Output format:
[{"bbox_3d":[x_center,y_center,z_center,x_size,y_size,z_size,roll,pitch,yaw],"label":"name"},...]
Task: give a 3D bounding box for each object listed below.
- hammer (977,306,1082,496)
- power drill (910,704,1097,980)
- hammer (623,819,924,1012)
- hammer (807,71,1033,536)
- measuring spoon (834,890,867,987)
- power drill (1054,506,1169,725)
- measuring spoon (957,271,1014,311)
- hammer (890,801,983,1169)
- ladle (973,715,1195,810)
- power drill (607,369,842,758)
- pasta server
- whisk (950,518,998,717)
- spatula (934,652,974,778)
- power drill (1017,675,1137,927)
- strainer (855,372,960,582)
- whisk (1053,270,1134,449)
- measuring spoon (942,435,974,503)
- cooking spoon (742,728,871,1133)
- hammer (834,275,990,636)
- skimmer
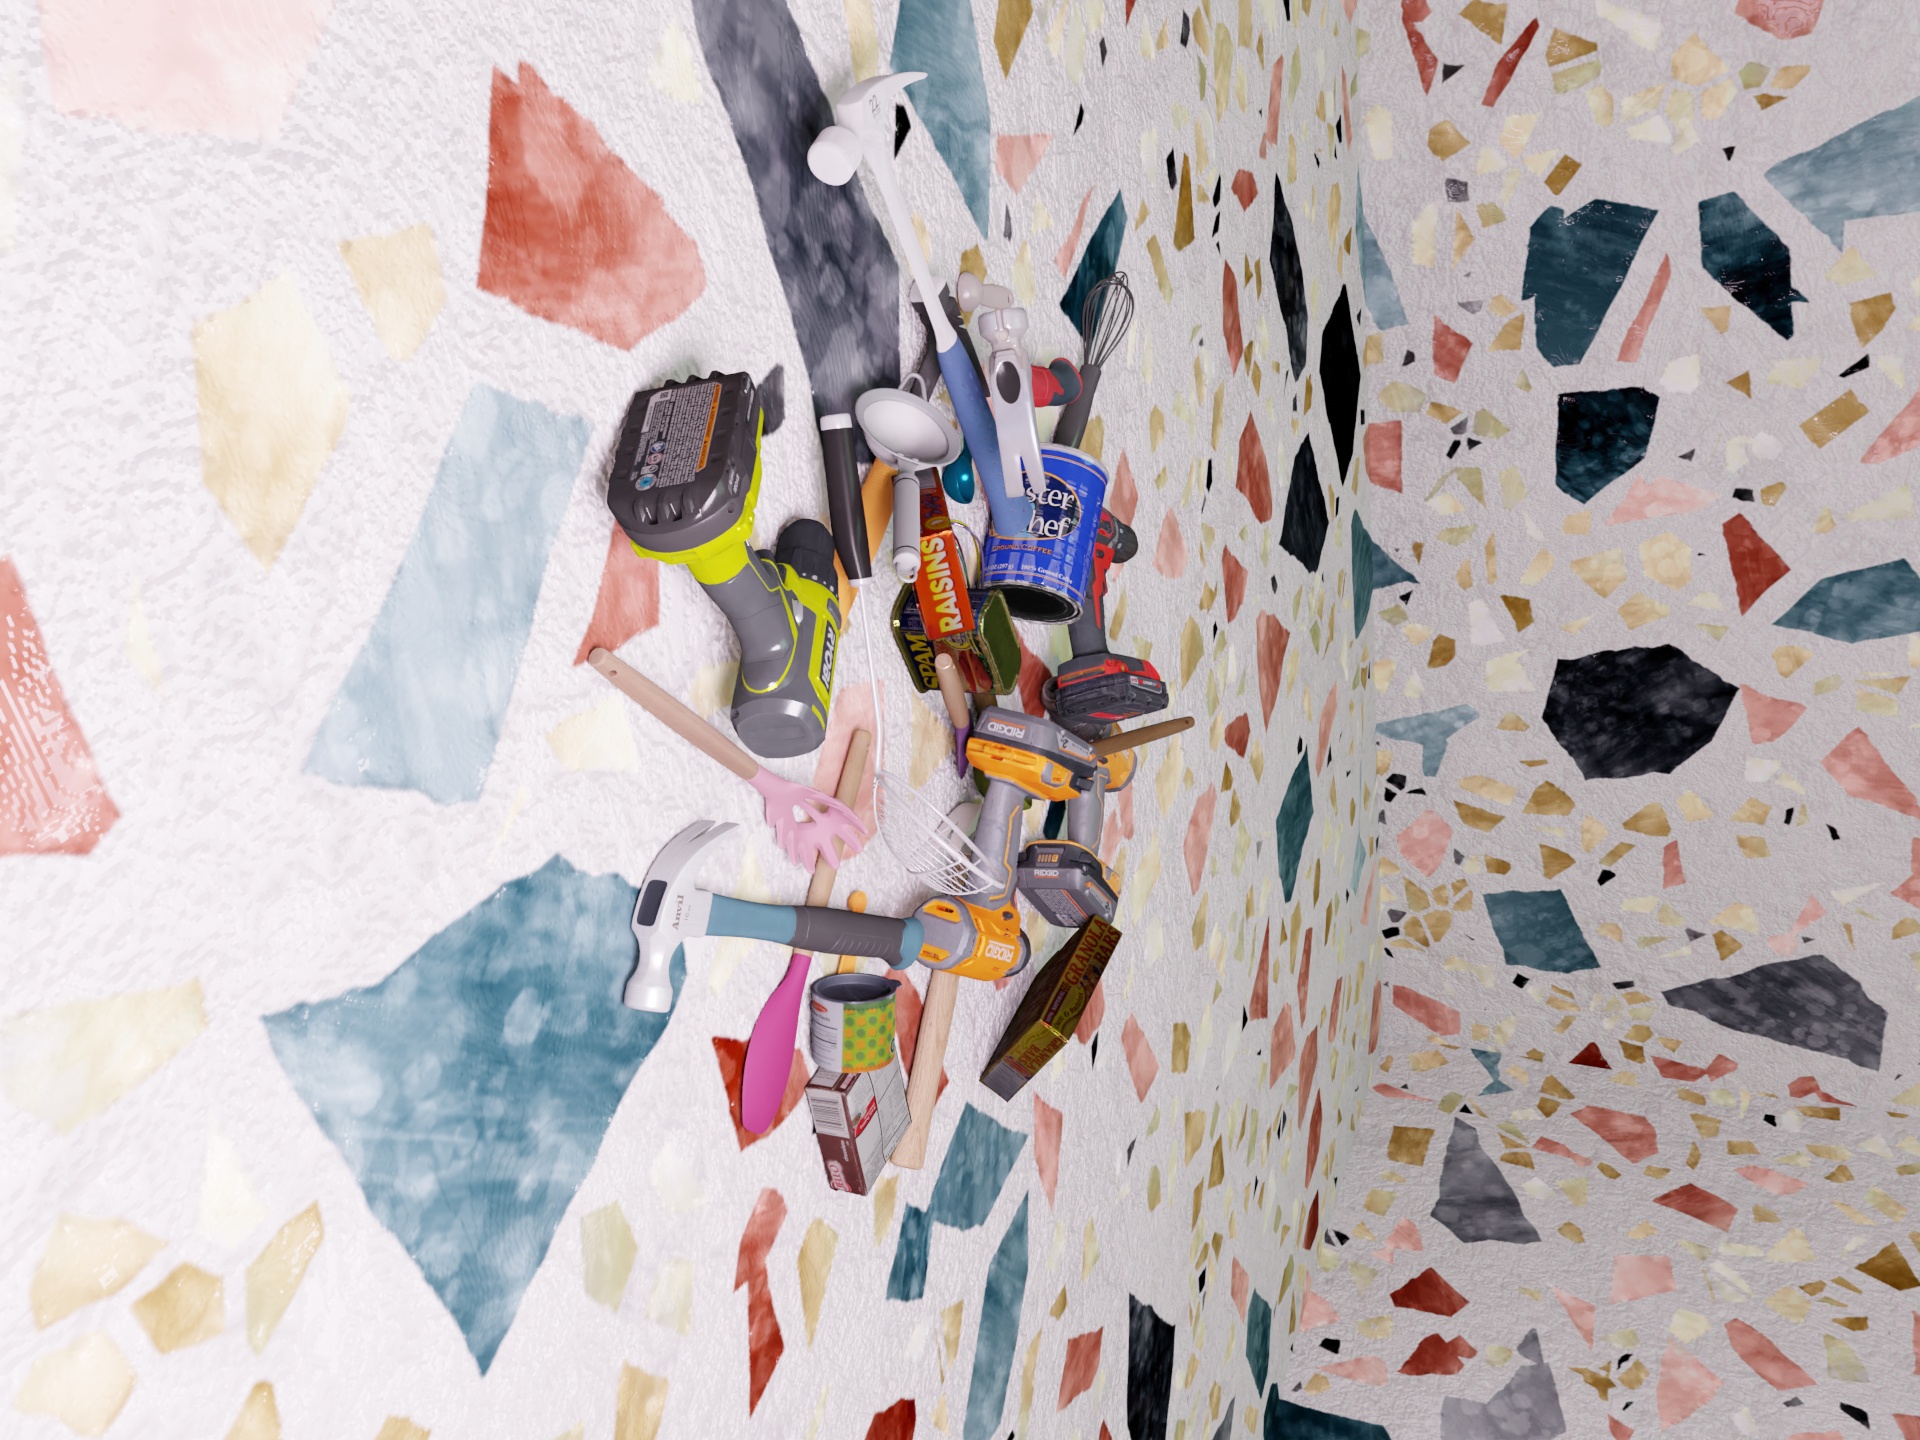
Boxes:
[{"bbox_3d":[0.073,-0.279,1.404,0.386,0.038,0.143,-47,129,-75],"label":"hammer"},{"bbox_3d":[0.043,0.116,1.385,0.164,0.084,0.226,29,77,-57],"label":"power drill"},{"bbox_3d":[-0.120,0.150,1.150,0.330,0.033,0.128,22,75,-59],"label":"hammer"},{"bbox_3d":[-0.011,-0.312,1.259,0.144,0.035,0.405,-67,148,-35],"label":"hammer"},{"bbox_3d":[-0.094,0.194,1.277,0.021,0.011,0.117,20,79,-57],"label":"measuring spoon"},{"bbox_3d":[0.145,-0.114,1.609,0.187,0.080,0.227,7,70,-60],"label":"power drill"},{"bbox_3d":[0.029,-0.384,1.434,0.124,0.018,0.034,-24,115,-64],"label":"measuring spoon"},{"bbox_3d":[-0.015,0.233,1.429,0.130,0.031,0.331,43,56,-60],"label":"hammer"},{"bbox_3d":[0.134,0.026,1.566,0.320,0.062,0.078,-14,76,-41],"label":"ladle"},{"bbox_3d":[-0.136,-0.112,1.034,0.228,0.080,0.191,66,22,-49],"label":"power drill"},{"bbox_3d":[-0.154,0.029,1.081,0.040,0.060,0.315,58,7,33],"label":"pasta server"},{"bbox_3d":[0.003,-0.081,1.413,0.047,0.051,0.244,-43,141,-27],"label":"whisk"},{"bbox_3d":[-0.002,-0.004,1.327,0.315,0.018,0.060,75,25,-75],"label":"spatula"},{"bbox_3d":[0.118,0.079,1.640,0.185,0.084,0.226,51,44,-51],"label":"power drill"},{"bbox_3d":[-0.041,-0.172,1.149,0.259,0.086,0.050,-92,-154,-51],"label":"strainer"},{"bbox_3d":[0.131,-0.360,1.638,0.055,0.055,0.239,47,57,-58],"label":"whisk"},{"bbox_3d":[-0.001,-0.249,1.402,0.042,0.021,0.129,45,45,-58],"label":"measuring spoon"},{"bbox_3d":[-0.113,0.155,1.213,0.068,0.017,0.319,49,51,-59],"label":"cooking spoon"},{"bbox_3d":[-0.054,-0.195,1.266,0.127,0.034,0.337,62,40,-48],"label":"hammer"},{"bbox_3d":[-0.036,-0.046,1.171,0.127,0.090,0.363,-110,-168,-82],"label":"skimmer"}]
